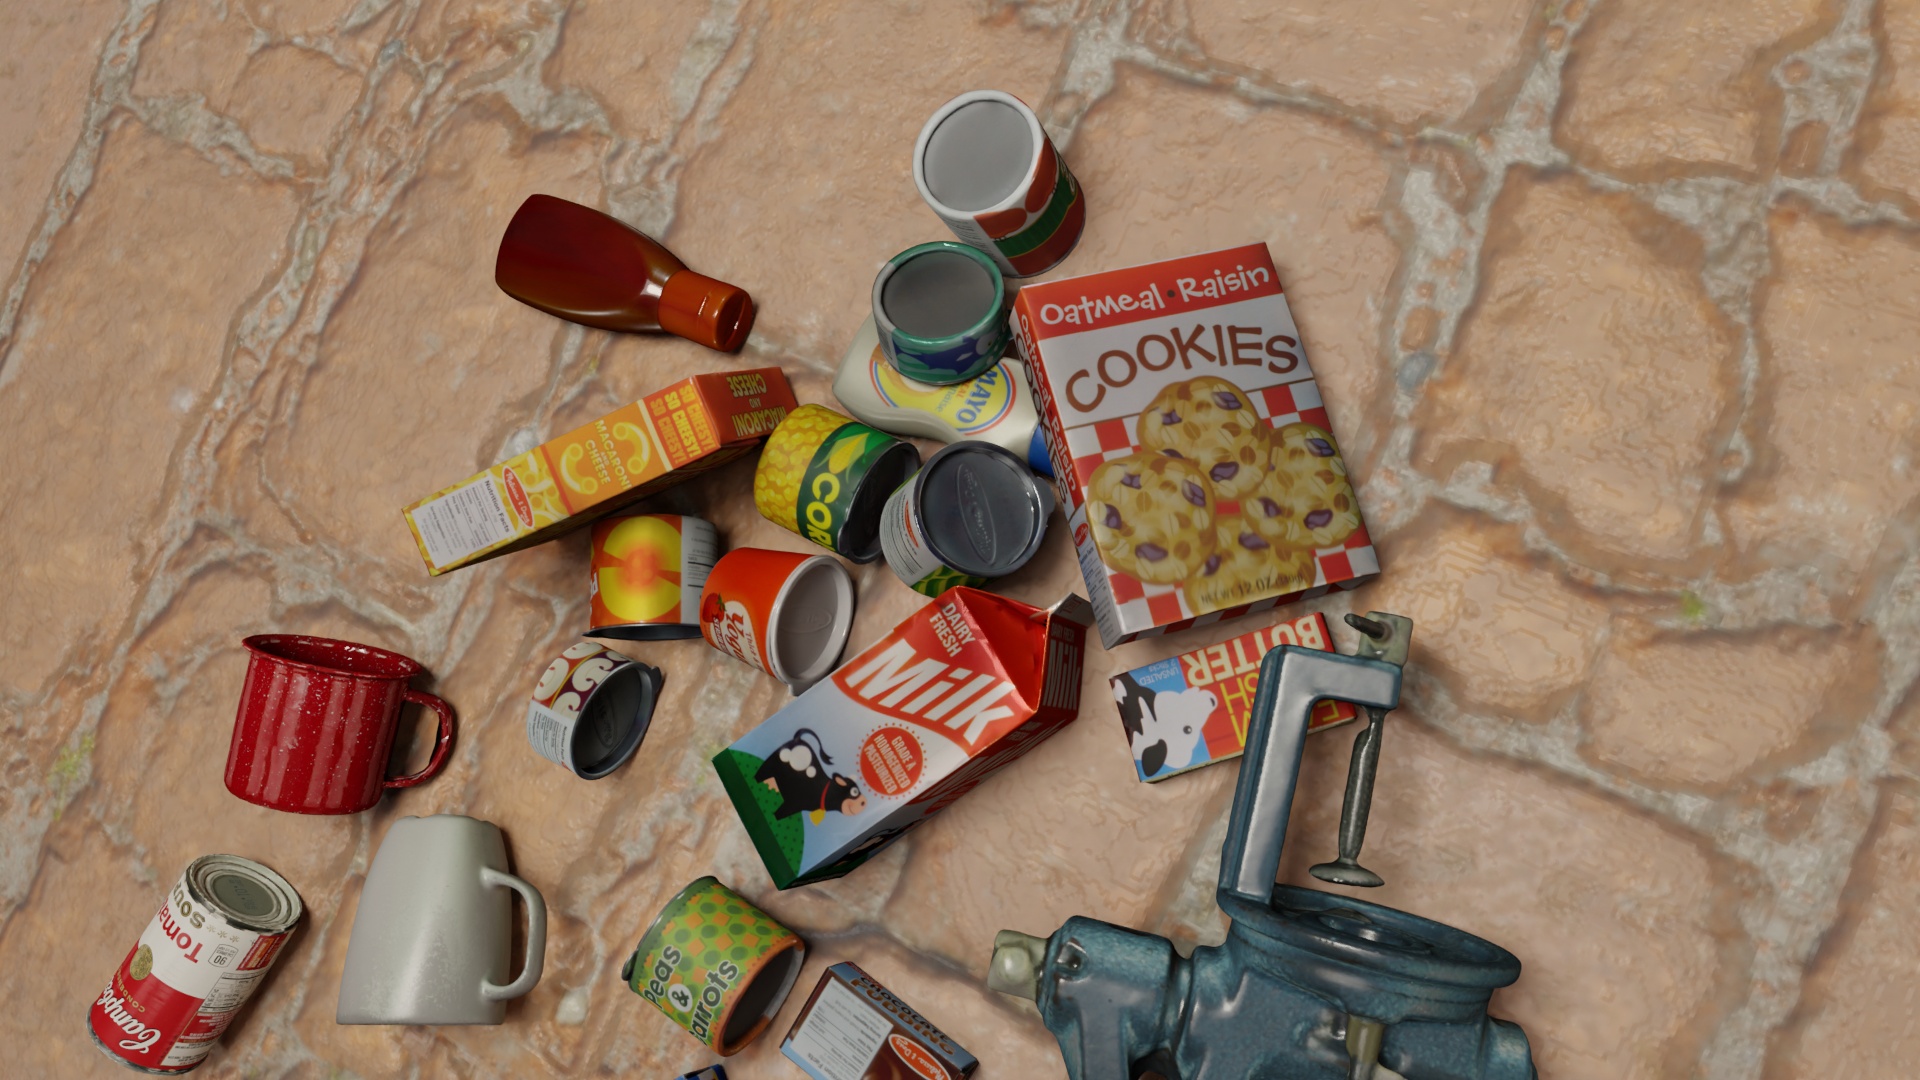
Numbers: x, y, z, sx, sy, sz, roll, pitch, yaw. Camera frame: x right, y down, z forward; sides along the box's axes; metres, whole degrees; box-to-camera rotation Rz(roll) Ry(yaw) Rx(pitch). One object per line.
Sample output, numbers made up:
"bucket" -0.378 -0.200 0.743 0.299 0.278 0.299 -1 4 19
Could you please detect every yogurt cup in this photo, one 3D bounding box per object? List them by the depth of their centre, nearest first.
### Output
"yogurt cup" -0.095 0.035 0.703 0.054 0.072 0.072 14 86 28

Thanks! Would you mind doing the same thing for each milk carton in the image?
"milk carton" -0.015 0.083 0.662 0.190 0.072 0.073 -36 72 10

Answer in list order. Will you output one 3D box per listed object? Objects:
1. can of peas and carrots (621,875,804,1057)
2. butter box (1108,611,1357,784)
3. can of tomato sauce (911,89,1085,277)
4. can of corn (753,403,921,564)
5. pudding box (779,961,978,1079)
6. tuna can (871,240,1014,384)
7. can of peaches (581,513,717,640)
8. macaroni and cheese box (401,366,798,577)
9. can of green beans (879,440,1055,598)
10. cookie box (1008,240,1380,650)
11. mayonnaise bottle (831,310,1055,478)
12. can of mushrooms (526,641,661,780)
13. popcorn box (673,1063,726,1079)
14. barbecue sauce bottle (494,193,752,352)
"can of peas and carrots" -0.120 0.208 0.678 0.059 0.071 0.071 28 91 20
"butter box" 0.126 0.073 0.642 0.103 0.024 0.053 -20 76 15
"can of tomato sauce" 0.021 -0.177 0.688 0.071 0.083 0.071 -3 80 18
"can of corn" -0.063 -0.028 0.699 0.058 0.071 0.071 25 90 22
"pudding box" -0.040 0.248 0.666 0.084 0.030 0.049 32 91 21
"tuna can" -0.007 -0.112 0.678 0.071 0.032 0.071 -3 59 5
"can of peaches" -0.162 0.020 0.725 0.071 0.071 0.058 -5 79 18
"macaroni and cheese box" -0.176 -0.037 0.709 0.166 0.124 0.040 -22 94 14
"can of green beans" 0.000 -0.008 0.666 0.071 0.057 0.071 5 75 -19
"cookie box" 0.103 -0.046 0.636 0.123 0.040 0.168 -12 75 -11
"mayonnaise bottle" 0.011 -0.067 0.695 0.148 0.041 0.065 25 82 21
"can of mushrooms" -0.191 0.087 0.727 0.033 0.071 0.071 20 88 22
"popcorn box" -0.135 0.336 0.679 0.085 0.038 0.127 -32 73 13
"barbecue sauce bottle" -0.187 -0.144 0.775 0.149 0.043 0.065 22 89 20
